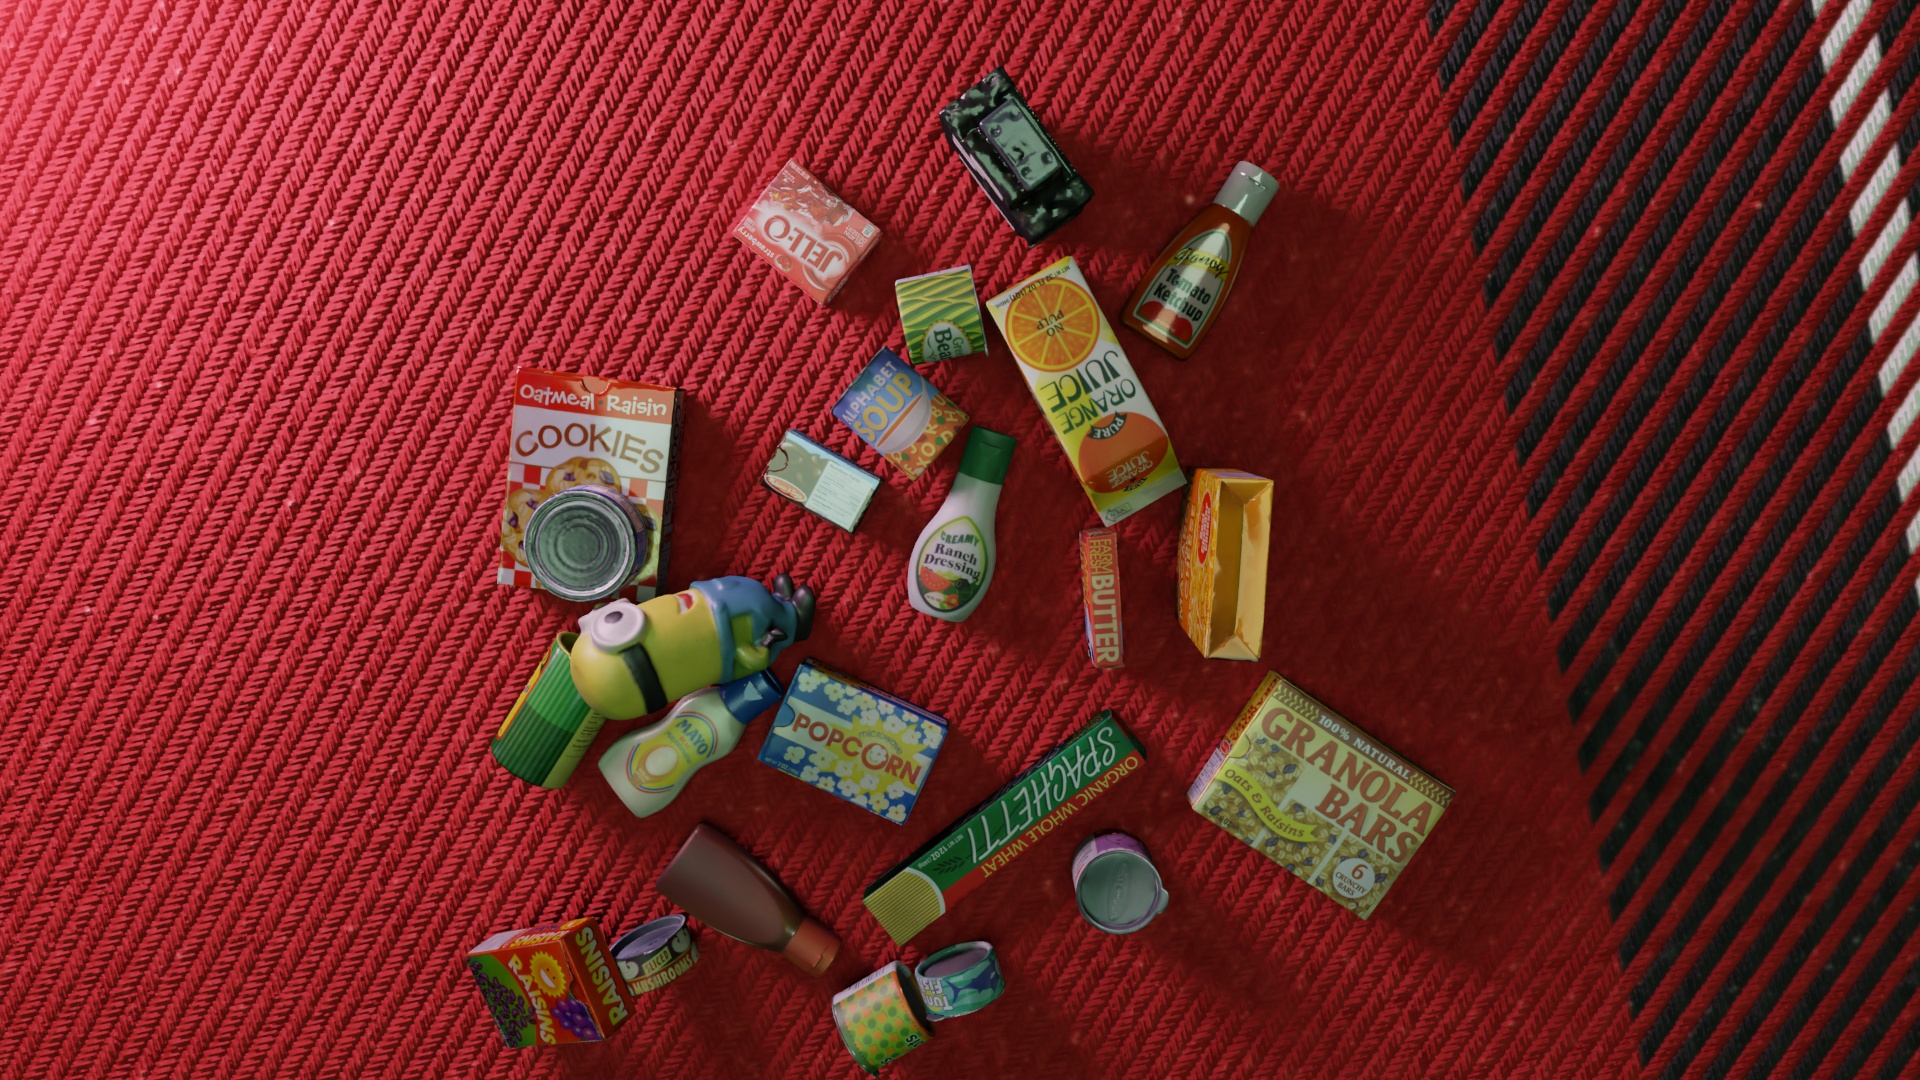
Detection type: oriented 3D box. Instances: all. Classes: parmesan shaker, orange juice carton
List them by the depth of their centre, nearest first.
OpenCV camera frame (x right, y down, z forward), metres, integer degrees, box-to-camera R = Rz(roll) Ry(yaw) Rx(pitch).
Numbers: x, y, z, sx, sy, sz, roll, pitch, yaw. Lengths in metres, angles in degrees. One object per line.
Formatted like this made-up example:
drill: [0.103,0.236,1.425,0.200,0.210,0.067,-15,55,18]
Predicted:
orange juice carton: [0.094,-0.110,1.038,0.072,0.073,0.192,-29,95,3]
parmesan shaker: [-0.308,0.131,1.067,0.071,0.071,0.103,33,95,-3]

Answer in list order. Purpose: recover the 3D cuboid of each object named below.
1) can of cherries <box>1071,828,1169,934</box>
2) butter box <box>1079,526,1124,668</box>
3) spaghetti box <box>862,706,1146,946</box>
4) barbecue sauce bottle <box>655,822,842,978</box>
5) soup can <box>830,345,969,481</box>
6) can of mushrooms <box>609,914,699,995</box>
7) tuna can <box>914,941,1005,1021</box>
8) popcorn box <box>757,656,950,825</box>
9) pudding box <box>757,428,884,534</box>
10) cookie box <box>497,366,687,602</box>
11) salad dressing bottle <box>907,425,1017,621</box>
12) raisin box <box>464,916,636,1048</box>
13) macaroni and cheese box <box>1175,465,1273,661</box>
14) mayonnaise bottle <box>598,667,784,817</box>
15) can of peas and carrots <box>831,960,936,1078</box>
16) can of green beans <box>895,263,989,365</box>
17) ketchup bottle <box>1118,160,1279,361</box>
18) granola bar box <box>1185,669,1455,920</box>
can of cherries: [0.123,0.266,1.082,0.071,0.058,0.071,0,95,0]
butter box: [0.108,0.043,1.063,0.024,0.053,0.103,-4,96,-1]
spaghetti box: [0.035,0.225,1.094,0.250,0.029,0.050,-38,95,4]
barbecue sauce bottle: [-0.163,0.288,1.095,0.148,0.044,0.065,36,95,-3]
soup can: [-0.045,-0.094,1.041,0.084,0.071,0.071,40,95,-3]
can of mushrooms: [-0.240,0.324,1.086,0.071,0.071,0.033,-21,97,3]
tuna can: [-0.002,0.344,1.086,0.071,0.071,0.033,-17,94,3]
popcorn box: [-0.082,0.156,1.084,0.127,0.038,0.085,25,97,-2]
pudding box: [-0.106,-0.046,1.068,0.084,0.030,0.049,28,97,-2]
cookie box: [-0.282,-0.043,1.065,0.123,0.040,0.167,7,96,0]
salad dressing bottle: [0.004,-0.013,1.063,0.064,0.044,0.147,17,95,0]
raisin box: [-0.318,0.343,1.076,0.123,0.040,0.086,-18,96,34]
macaroni and cheese box: [0.186,0.011,1.001,0.040,0.166,0.123,4,96,1]
mayonnaise bottle: [-0.206,0.150,1.083,0.148,0.041,0.064,-37,93,4]
can of peas and carrots: [-0.058,0.375,1.090,0.059,0.071,0.071,-31,95,3]
can of green beans: [-0.014,-0.168,1.036,0.058,0.071,0.071,-12,96,3]
ketchup bottle: [0.183,-0.211,1.042,0.065,0.043,0.148,32,95,-2]
granola bar box: [0.280,0.198,1.083,0.165,0.039,0.124,33,95,-3]
